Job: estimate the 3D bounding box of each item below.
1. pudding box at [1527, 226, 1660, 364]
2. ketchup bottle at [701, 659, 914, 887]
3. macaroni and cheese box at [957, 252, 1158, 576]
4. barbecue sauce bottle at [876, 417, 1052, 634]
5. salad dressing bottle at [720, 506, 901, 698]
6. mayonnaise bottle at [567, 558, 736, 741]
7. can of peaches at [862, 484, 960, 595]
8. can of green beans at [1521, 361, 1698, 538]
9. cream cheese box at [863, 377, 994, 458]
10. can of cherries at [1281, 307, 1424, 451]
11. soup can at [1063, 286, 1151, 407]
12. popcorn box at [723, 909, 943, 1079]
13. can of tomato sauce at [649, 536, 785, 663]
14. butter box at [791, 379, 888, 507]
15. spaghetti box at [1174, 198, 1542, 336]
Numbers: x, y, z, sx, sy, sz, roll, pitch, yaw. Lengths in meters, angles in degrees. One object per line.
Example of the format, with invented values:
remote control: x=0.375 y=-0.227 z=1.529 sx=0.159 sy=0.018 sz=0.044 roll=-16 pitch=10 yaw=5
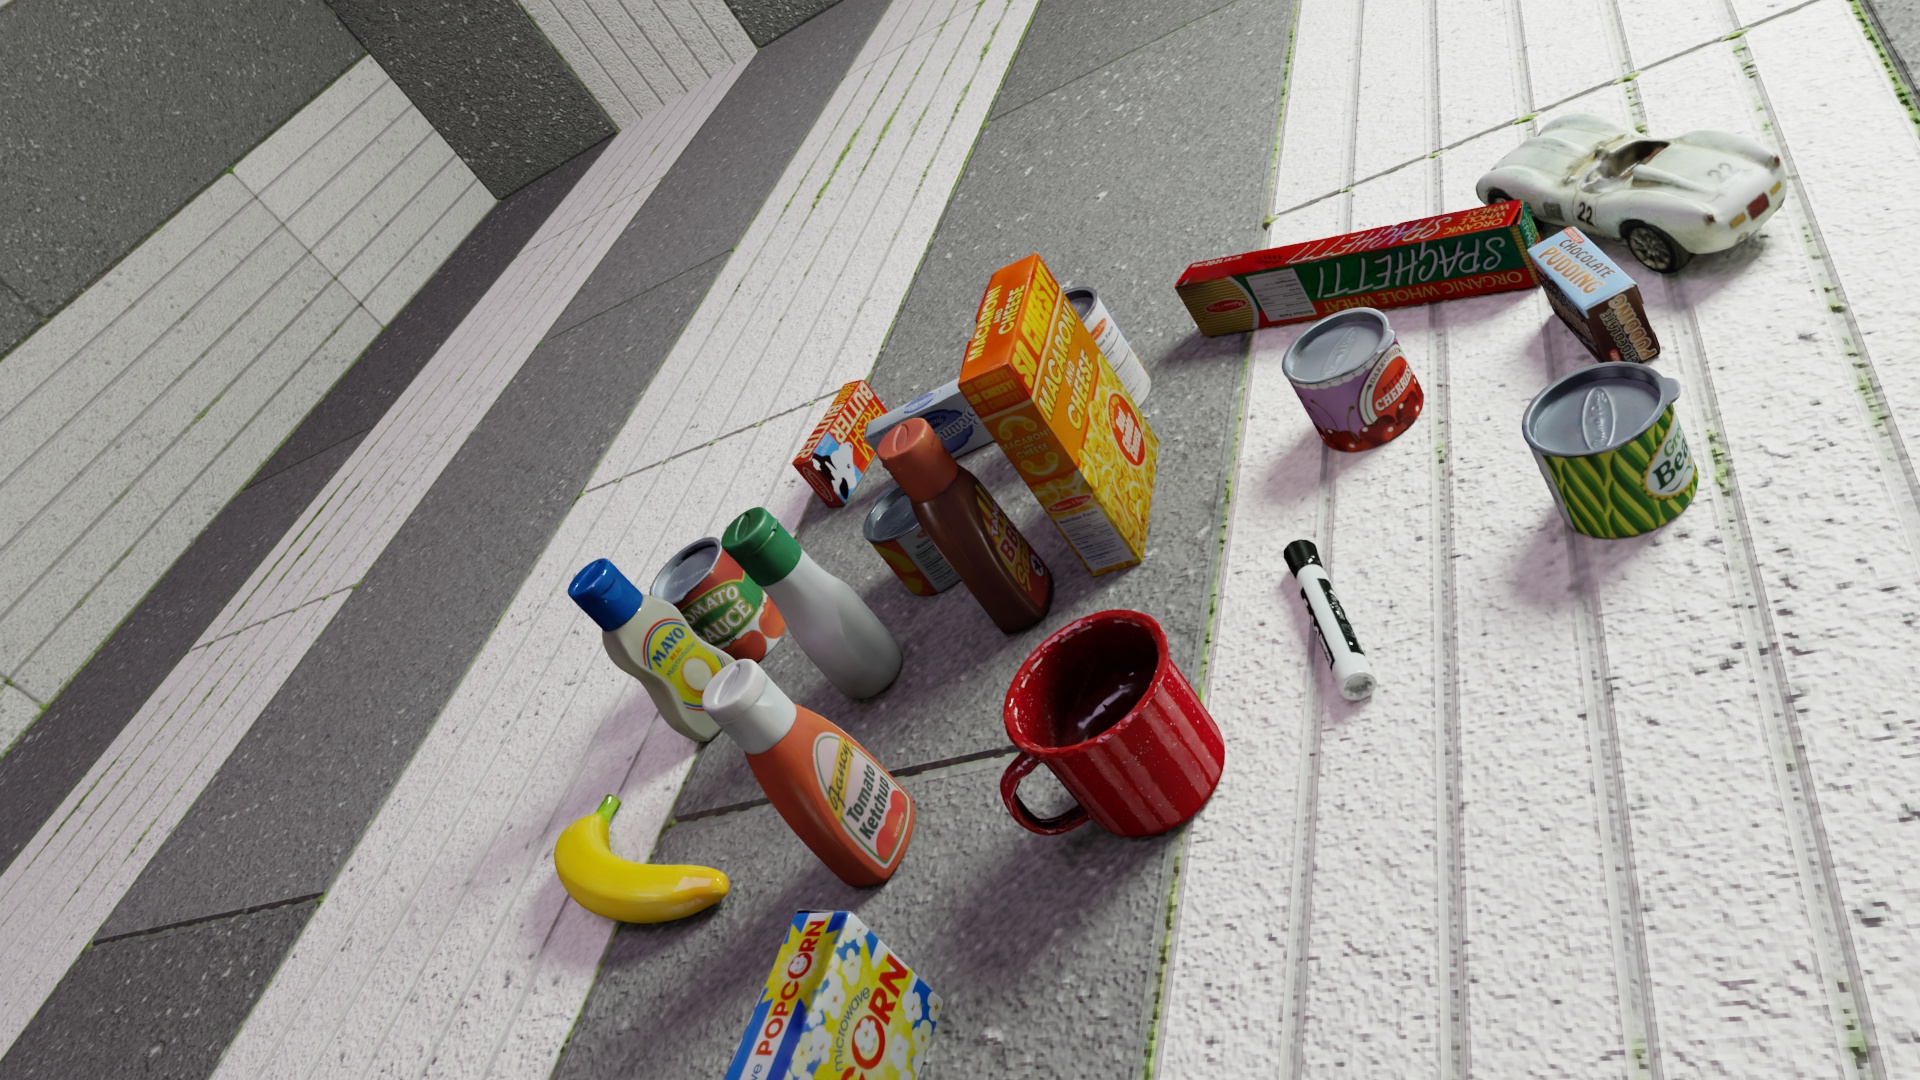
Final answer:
pudding box: x=0.349 y=-0.134 z=0.767 sx=0.030 sy=0.049 sz=0.084 roll=-28 pitch=31 yaw=16
ketchup bottle: x=-0.084 y=0.126 z=0.768 sx=0.043 sy=0.148 sz=0.065 roll=-17 pitch=36 yaw=32
macaroni and cheese box: x=0.065 y=-0.078 z=0.873 sx=0.040 sy=0.166 sz=0.124 roll=-20 pitch=35 yaw=29
barbecue sauce bottle: x=0.003 y=-0.011 z=0.864 sx=0.043 sy=0.148 sz=0.065 roll=-25 pitch=32 yaw=21
salad dressing bottle: x=-0.096 y=0.041 z=0.899 sx=0.044 sy=0.147 sz=0.064 roll=-26 pitch=32 yaw=20
mayonnaise bottle: x=-0.213 y=0.075 z=0.976 sx=0.041 sy=0.147 sz=0.065 roll=1 pitch=47 yaw=47
can of peaches: x=-0.026 y=-0.004 z=0.977 sx=0.071 sy=0.058 sz=0.071 roll=-27 pitch=32 yaw=18
can of green beans: x=0.314 y=-0.043 z=0.671 sx=0.071 sy=0.057 sz=0.071 roll=-27 pitch=32 yaw=18
cream cheese box: x=-0.018 y=-0.088 z=1.087 sx=0.103 sy=0.053 sz=0.024 roll=-24 pitch=33 yaw=22
can of cherries: x=0.235 y=-0.095 z=0.824 sx=0.071 sy=0.058 sz=0.072 roll=-27 pitch=32 yaw=18
soup can: x=0.088 y=-0.130 z=1.003 sx=0.071 sy=0.083 sz=0.072 roll=-27 pitch=32 yaw=18
popcorn box: x=-0.063 y=0.248 z=0.642 sx=0.038 sy=0.085 sz=0.127 roll=-14 pitch=38 yaw=36
can of tomato sauce: x=-0.180 y=0.050 z=1.039 sx=0.071 sy=0.083 sz=0.071 roll=-27 pitch=32 yaw=18
butter box: x=-0.096 y=-0.082 z=1.162 sx=0.024 sy=0.053 sz=0.104 roll=-9 pitch=41 yaw=40
spaghetti box: x=0.258 y=-0.176 z=0.920 sx=0.250 sy=0.050 sz=0.029 roll=-2 pitch=46 yaw=45
